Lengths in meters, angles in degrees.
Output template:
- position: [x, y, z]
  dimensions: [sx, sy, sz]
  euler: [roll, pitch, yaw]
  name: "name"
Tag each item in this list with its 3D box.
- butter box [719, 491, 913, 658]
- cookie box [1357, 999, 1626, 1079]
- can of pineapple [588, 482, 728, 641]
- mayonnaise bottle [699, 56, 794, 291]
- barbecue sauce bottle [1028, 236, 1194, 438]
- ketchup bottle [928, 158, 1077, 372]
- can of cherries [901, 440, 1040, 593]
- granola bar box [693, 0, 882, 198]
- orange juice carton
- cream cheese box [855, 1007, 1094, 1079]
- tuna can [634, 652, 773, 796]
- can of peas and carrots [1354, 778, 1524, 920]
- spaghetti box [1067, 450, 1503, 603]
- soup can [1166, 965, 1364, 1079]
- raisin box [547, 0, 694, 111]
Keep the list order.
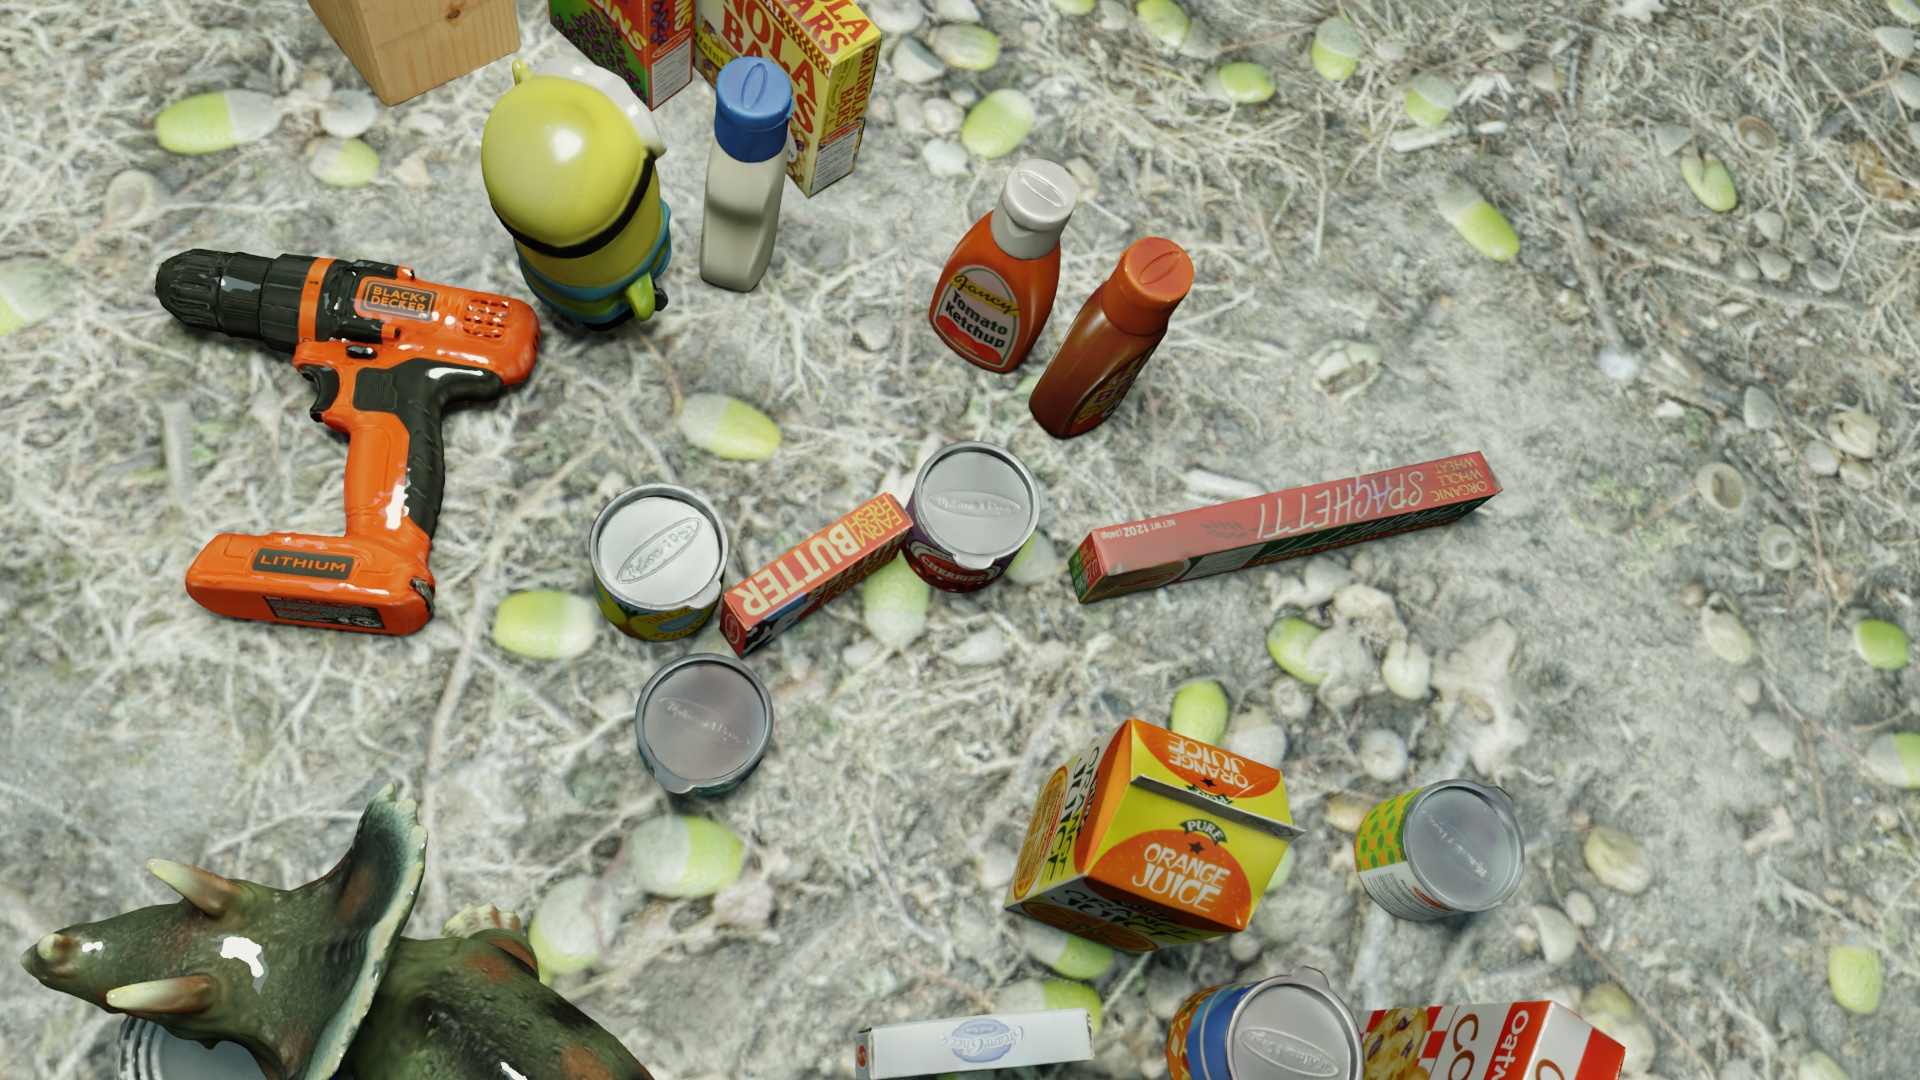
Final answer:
- position: [-0.074, 0.017, 0.710]
  dimensions: [0.104, 0.053, 0.024]
  euler: [-34, 80, -21]
  name: "butter box"
- position: [0.210, 0.270, 0.614]
  dimensions: [0.040, 0.166, 0.123]
  euler: [32, 67, 1]
  name: "cookie box"
- position: [-0.150, 0.014, 0.693]
  dimensions: [0.071, 0.057, 0.071]
  euler: [4, 69, -11]
  name: "can of pineapple"
- position: [-0.113, -0.193, 0.730]
  dimensions: [0.041, 0.147, 0.065]
  euler: [15, 68, -7]
  name: "mayonnaise bottle"
- position: [0.082, -0.108, 0.740]
  dimensions: [0.065, 0.148, 0.044]
  euler: [-38, 82, -22]
  name: "barbecue sauce bottle"
- position: [0.026, -0.147, 0.742]
  dimensions: [0.065, 0.148, 0.044]
  euler: [35, 67, 2]
  name: "ketchup bottle"
- position: [0.003, -0.009, 0.734]
  dimensions: [0.071, 0.058, 0.072]
  euler: [4, 69, -11]
  name: "can of cherries"
- position: [-0.116, -0.294, 0.781]
  dimensions: [0.039, 0.123, 0.165]
  euler: [-36, 81, -21]
  name: "granola bar box"
- position: [0.083, 0.134, 0.624]
  dimensions: [0.072, 0.192, 0.073]
  euler: [21, 67, -4]
  name: "orange juice carton"
- position: [0.005, 0.234, 0.645]
  dimensions: [0.104, 0.053, 0.024]
  euler: [-1, 70, -13]
  name: "cream cheese box"
- position: [-0.127, 0.093, 0.681]
  dimensions: [0.071, 0.032, 0.071]
  euler: [4, 69, -11]
  name: "tuna can"
- position: [0.249, 0.160, 0.723]
  dimensions: [0.071, 0.058, 0.071]
  euler: [4, 69, -11]
  name: "can of peas and carrots"
- position: [0.183, -0.008, 0.778]
  dimensions: [0.251, 0.050, 0.029]
  euler: [-11, 73, -16]
  name: "spaghetti box"
- position: [0.142, 0.240, 0.656]
  dimensions: [0.071, 0.083, 0.071]
  euler: [4, 69, -11]
  name: "soup can"
- position: [-0.191, -0.312, 0.772]
  dimensions: [0.086, 0.123, 0.040]
  euler: [44, 67, 6]
  name: "raisin box"
